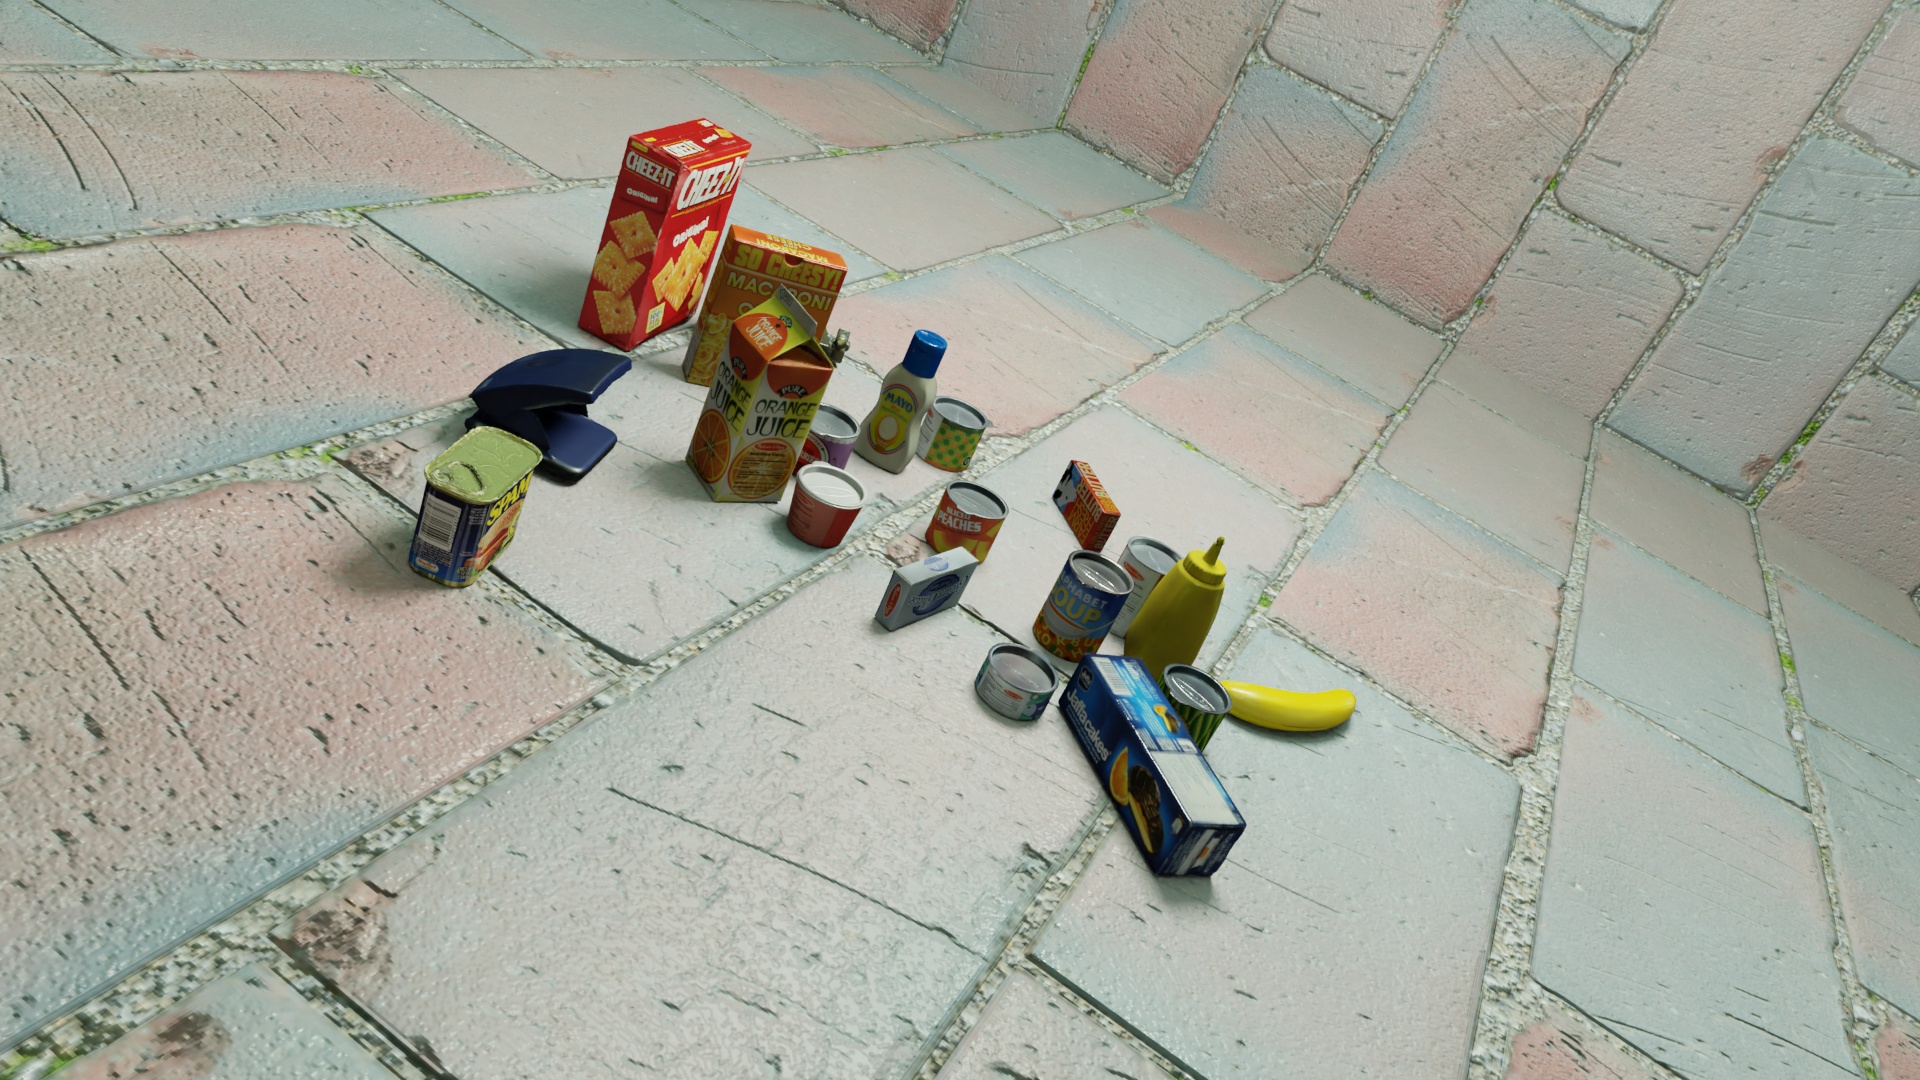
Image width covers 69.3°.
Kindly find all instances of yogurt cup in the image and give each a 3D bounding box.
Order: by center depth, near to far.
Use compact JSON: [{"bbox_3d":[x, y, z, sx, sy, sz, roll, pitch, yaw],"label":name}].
[{"bbox_3d":[-0.126,-0.030,1.276,0.072,0.053,0.073,20,28,-11],"label":"yogurt cup"}]

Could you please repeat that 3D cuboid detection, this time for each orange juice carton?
[{"bbox_3d":[-0.178,-0.132,1.259,0.073,0.191,0.072,0,37,-40],"label":"orange juice carton"}]

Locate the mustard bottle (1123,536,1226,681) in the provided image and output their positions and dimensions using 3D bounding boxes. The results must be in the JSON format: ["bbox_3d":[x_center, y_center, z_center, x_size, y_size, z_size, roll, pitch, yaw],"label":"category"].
[{"bbox_3d":[0.207,0.058,1.282,0.065,0.159,0.049,13,30,-23],"label":"mustard bottle"}]

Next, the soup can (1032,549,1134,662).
[{"bbox_3d":[0.111,0.061,1.280,0.071,0.083,0.072,20,28,-11],"label":"soup can"}]

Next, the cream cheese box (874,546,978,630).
[{"bbox_3d":[-0.030,0.042,1.231,0.024,0.053,0.104,38,30,22],"label":"cream cheese box"}]

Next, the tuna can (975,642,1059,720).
[{"bbox_3d":[0.049,0.119,1.184,0.071,0.032,0.071,20,28,-11],"label":"tuna can"}]

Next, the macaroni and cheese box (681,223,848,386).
[{"bbox_3d":[-0.202,-0.229,1.435,0.124,0.165,0.040,10,31,-27],"label":"macaroni and cheese box"}]

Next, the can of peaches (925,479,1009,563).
[{"bbox_3d":[0.005,-0.017,1.355,0.071,0.057,0.071,20,28,-11],"label":"can of peaches"}]

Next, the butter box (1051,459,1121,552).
[{"bbox_3d":[0.136,-0.038,1.503,0.024,0.053,0.104,10,31,-27],"label":"butter box"}]

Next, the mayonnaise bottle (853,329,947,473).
[{"bbox_3d":[-0.058,-0.145,1.428,0.065,0.147,0.041,30,28,8],"label":"mayonnaise bottle"}]

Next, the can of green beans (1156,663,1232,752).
[{"bbox_3d":[0.196,0.151,1.224,0.071,0.057,0.071,20,28,-11],"label":"can of green beans"}]

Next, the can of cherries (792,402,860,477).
[{"bbox_3d":[-0.141,-0.096,1.371,0.071,0.058,0.072,20,28,-11],"label":"can of cherries"}]

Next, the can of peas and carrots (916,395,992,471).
[{"bbox_3d":[-0.009,-0.115,1.512,0.071,0.058,0.071,20,28,-11],"label":"can of peas and carrots"}]

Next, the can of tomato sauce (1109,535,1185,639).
[{"bbox_3d":[0.177,0.048,1.358,0.071,0.082,0.071,20,28,-11],"label":"can of tomato sauce"}]
